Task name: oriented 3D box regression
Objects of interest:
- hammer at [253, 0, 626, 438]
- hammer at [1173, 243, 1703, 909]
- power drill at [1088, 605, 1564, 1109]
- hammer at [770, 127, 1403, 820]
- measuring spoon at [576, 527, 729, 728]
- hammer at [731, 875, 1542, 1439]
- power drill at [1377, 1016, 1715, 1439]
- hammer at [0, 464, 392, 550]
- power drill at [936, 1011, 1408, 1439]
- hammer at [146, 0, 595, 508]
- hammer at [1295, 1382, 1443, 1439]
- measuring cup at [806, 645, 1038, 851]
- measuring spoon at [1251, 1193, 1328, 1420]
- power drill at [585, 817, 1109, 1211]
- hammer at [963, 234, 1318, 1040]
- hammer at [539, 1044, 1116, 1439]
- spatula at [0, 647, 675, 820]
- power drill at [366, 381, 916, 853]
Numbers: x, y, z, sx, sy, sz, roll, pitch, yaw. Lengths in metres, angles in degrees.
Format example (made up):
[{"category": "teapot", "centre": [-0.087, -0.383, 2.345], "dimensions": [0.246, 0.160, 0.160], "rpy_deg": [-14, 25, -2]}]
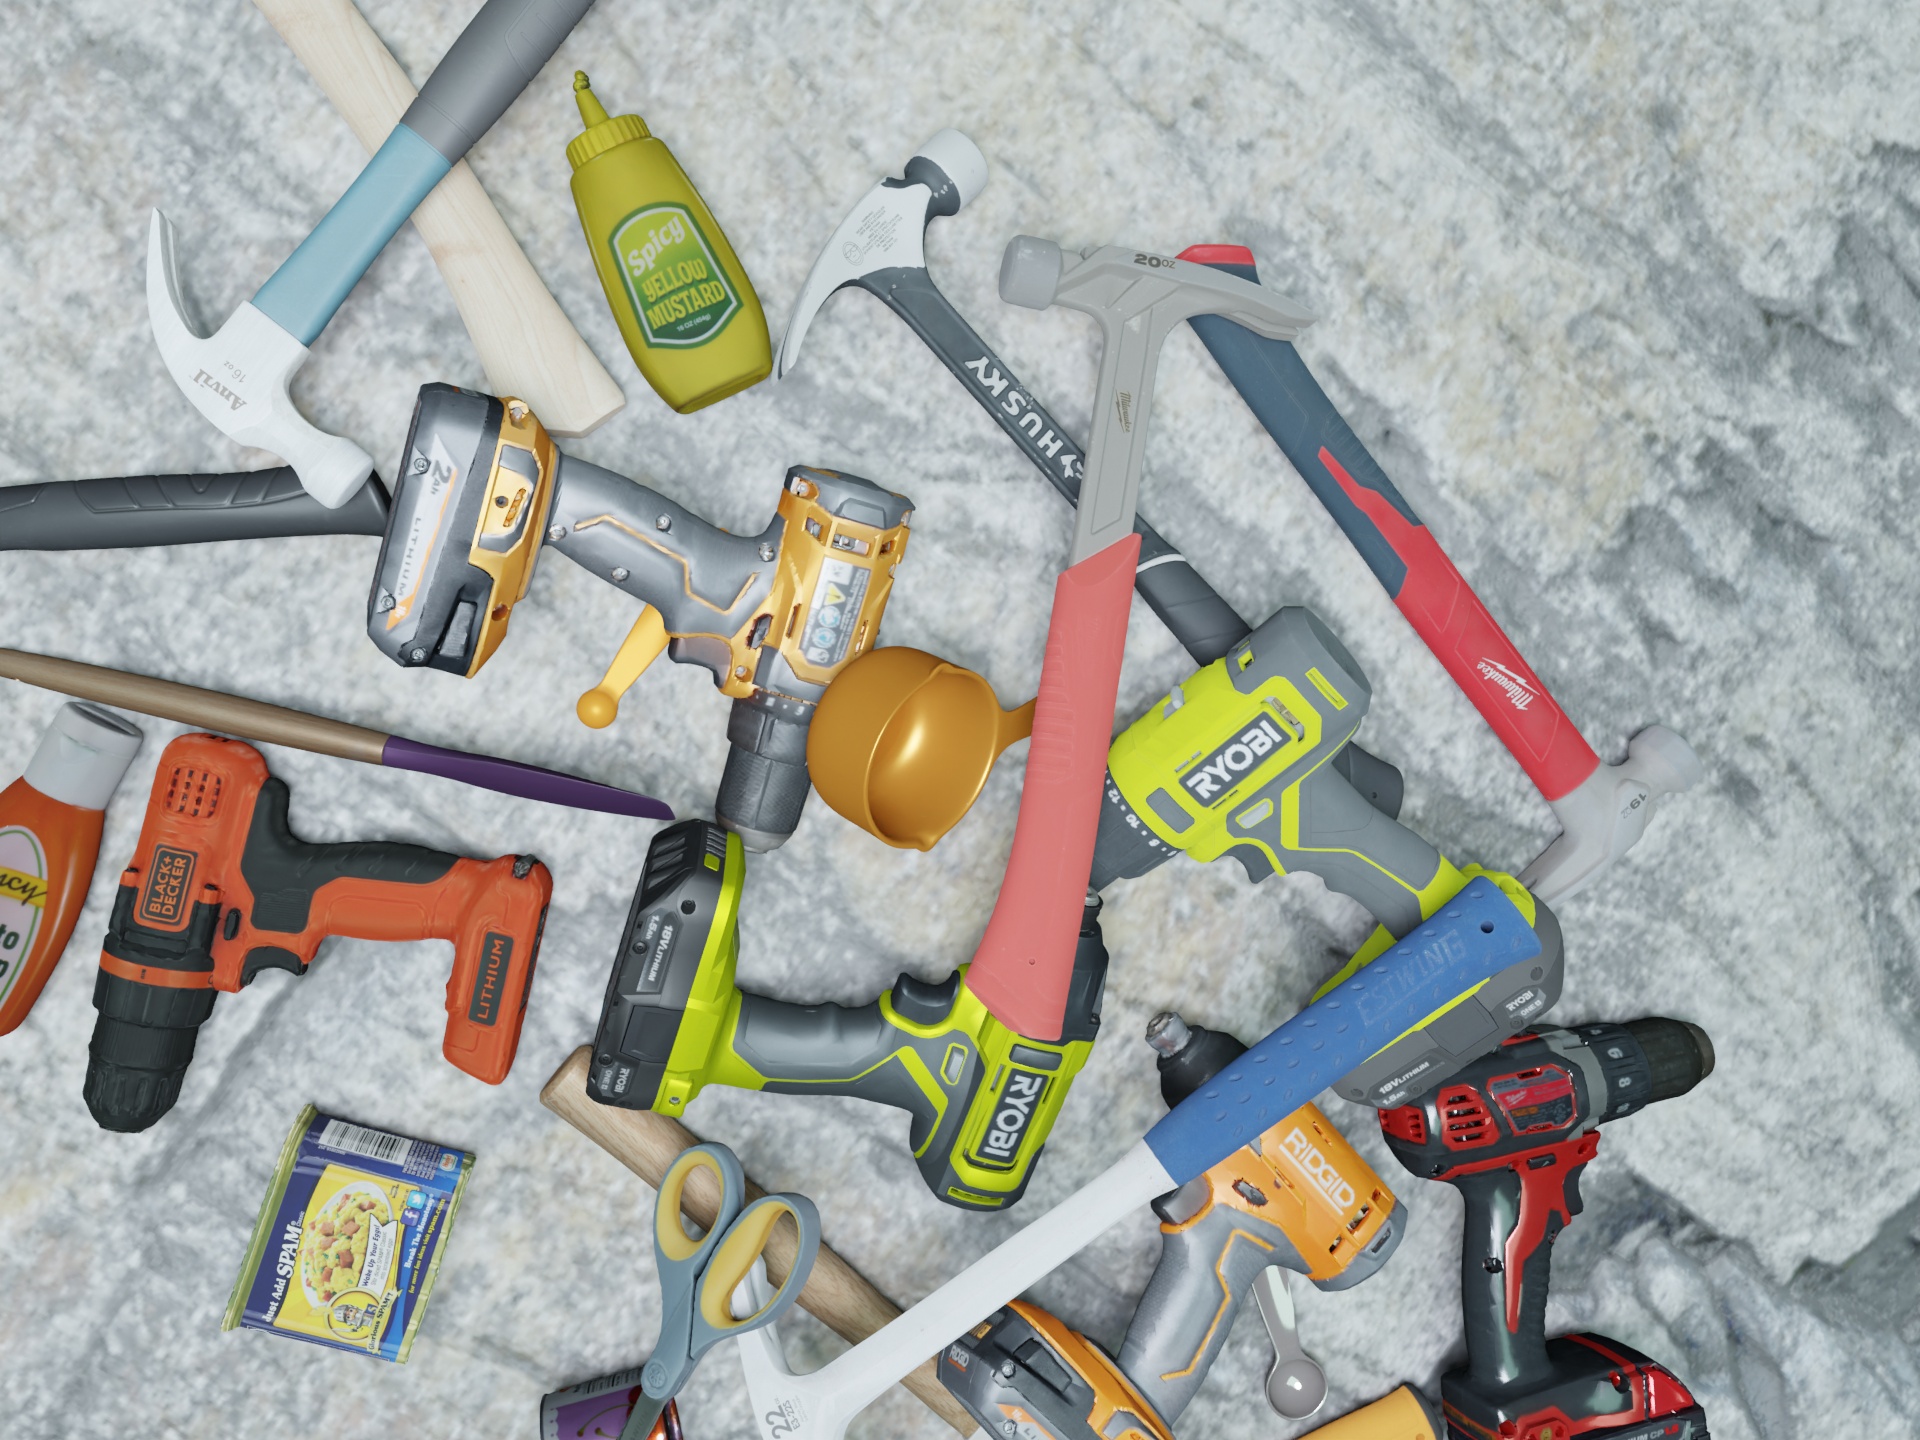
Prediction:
[{"category": "hammer", "centre": [-0.276, -0.312, 0.714], "dimensions": [0.146, 0.038, 0.410], "rpy_deg": [-36, 99, -6]}, {"category": "hammer", "centre": [0.216, -0.072, 0.811], "dimensions": [0.143, 0.038, 0.386], "rpy_deg": [-40, 99, -3]}, {"category": "power drill", "centre": [0.160, 0.080, 0.775], "dimensions": [0.190, 0.080, 0.228], "rpy_deg": [-41, 104, 20]}, {"category": "hammer", "centre": [0.080, -0.087, 0.779], "dimensions": [0.408, 0.036, 0.149], "rpy_deg": [47, 72, -12]}, {"category": "measuring spoon", "centre": [-0.147, -0.045, 0.767], "dimensions": [0.021, 0.011, 0.117], "rpy_deg": [36, 88, -10]}, {"category": "hammer", "centre": [0.077, 0.198, 0.709], "dimensions": [0.405, 0.035, 0.144], "rpy_deg": [-35, 63, -1]}, {"category": "power drill", "centre": [0.323, 0.269, 0.831], "dimensions": [0.188, 0.080, 0.227], "rpy_deg": [-8, 88, -16]}, {"category": "hammer", "centre": [-0.425, -0.084, 0.708], "dimensions": [0.334, 0.035, 0.146], "rpy_deg": [-5, 94, -9]}, {"category": "power drill", "centre": [0.097, 0.264, 0.779], "dimensions": [0.226, 0.084, 0.164], "rpy_deg": [-43, 95, -20]}, {"category": "hammer", "centre": [-0.224, -0.260, 0.694], "dimensions": [0.128, 0.033, 0.331], "rpy_deg": [38, 85, -12]}, {"category": "hammer", "centre": [0.097, 0.430, 0.832], "dimensions": [0.337, 0.034, 0.127], "rpy_deg": [-24, 99, -7]}, {"category": "measuring cup", "centre": [-0.001, -0.002, 0.761], "dimensions": [0.173, 0.052, 0.095], "rpy_deg": [-23, 127, -44]}, {"category": "measuring spoon", "centre": [0.166, 0.309, 0.846], "dimensions": [0.034, 0.018, 0.124], "rpy_deg": [-14, 90, -8]}, {"category": "power drill", "centre": [-0.048, 0.131, 0.746], "dimensions": [0.223, 0.080, 0.171], "rpy_deg": [16, 111, -12]}, {"category": "hammer", "centre": [0.066, -0.037, 0.718], "dimensions": [0.149, 0.037, 0.359], "rpy_deg": [11, 82, -11]}, {"category": "hammer", "centre": [-0.074, 0.280, 0.794], "dimensions": [0.331, 0.031, 0.130], "rpy_deg": [42, 87, -9]}, {"category": "spatula", "centre": [-0.284, 0.008, 0.723], "dimensions": [0.316, 0.059, 0.018], "rpy_deg": [13, 74, -1]}, {"category": "power drill", "centre": [-0.147, -0.043, 0.723], "dimensions": [0.226, 0.084, 0.185], "rpy_deg": [13, 100, -23]}]
